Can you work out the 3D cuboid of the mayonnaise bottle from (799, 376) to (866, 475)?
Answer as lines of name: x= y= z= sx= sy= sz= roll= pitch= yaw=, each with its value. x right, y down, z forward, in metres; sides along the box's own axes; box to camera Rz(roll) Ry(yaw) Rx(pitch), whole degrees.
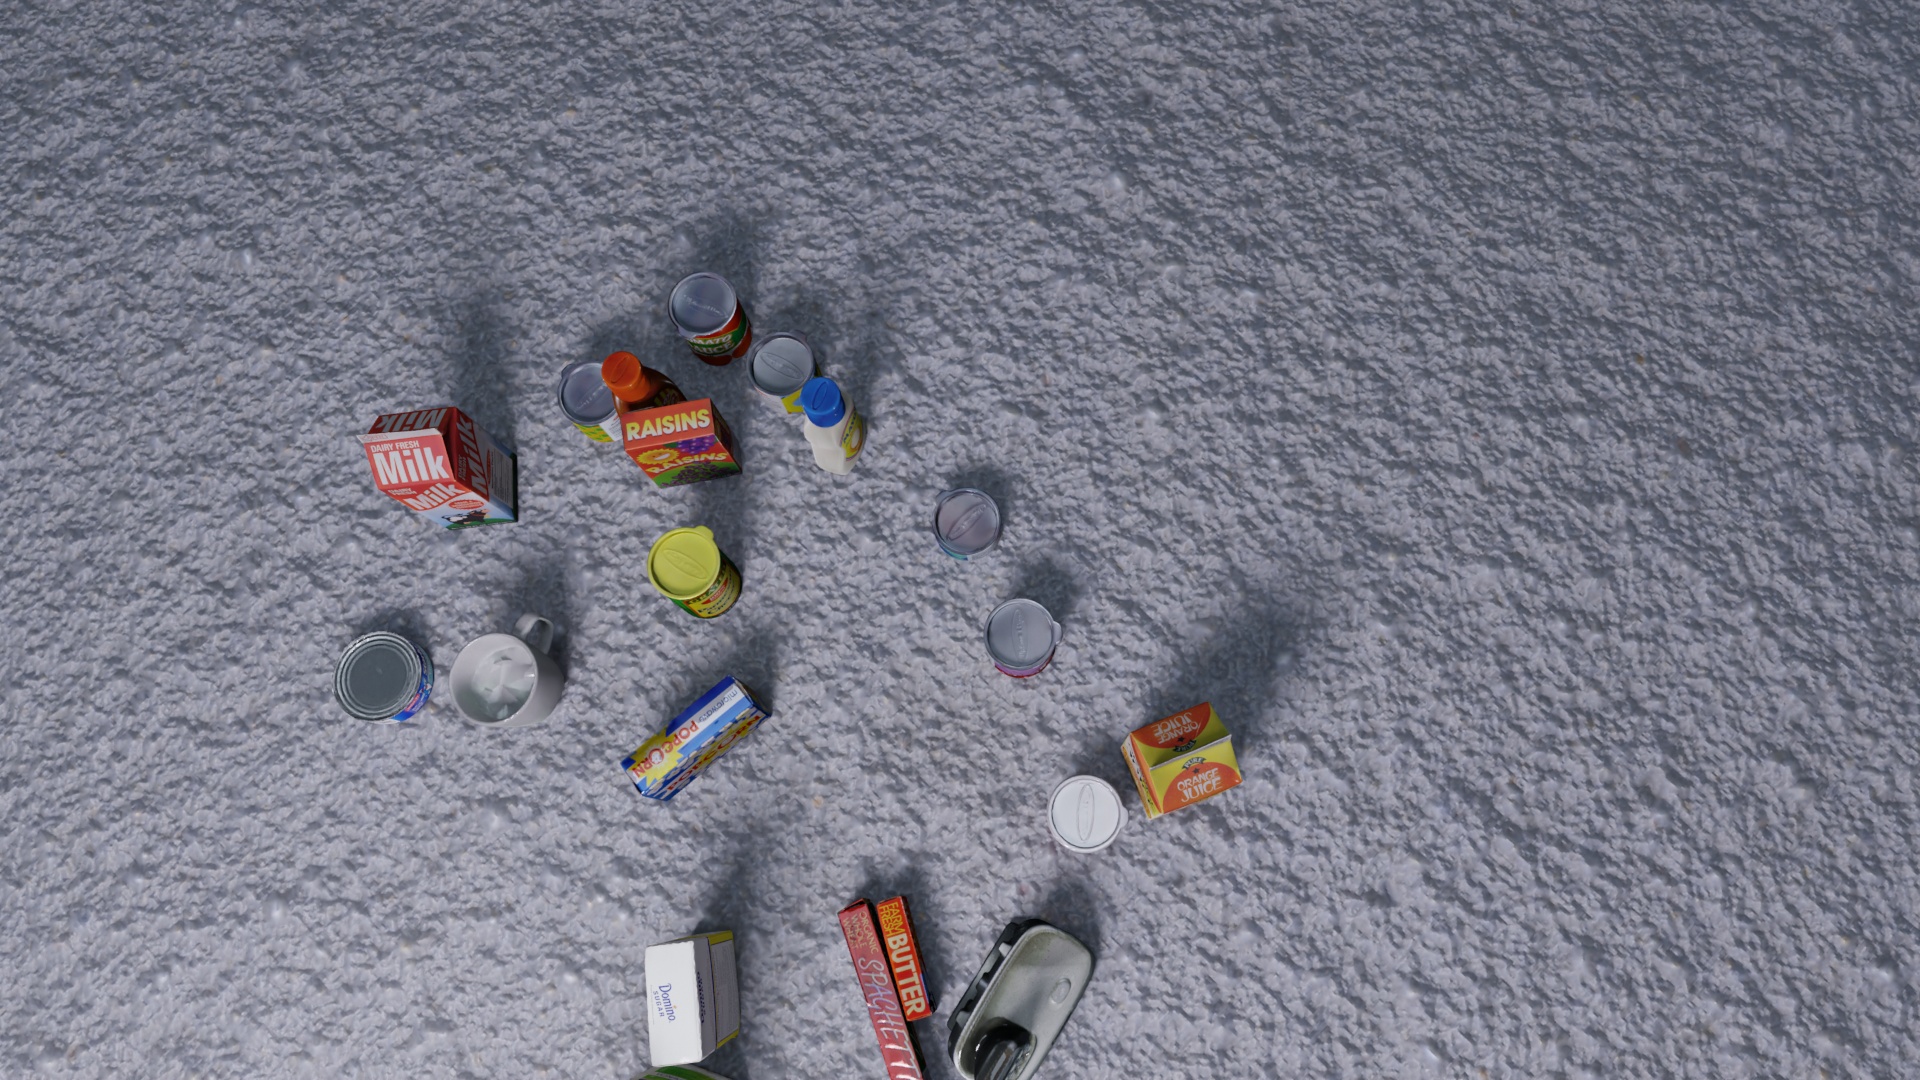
mayonnaise bottle: x=-0.119 y=-0.110 z=1.292 sx=0.041 sy=0.147 sz=0.065 roll=19 pitch=78 yaw=8

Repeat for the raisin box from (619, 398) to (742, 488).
raisin box: x=-0.260 y=-0.091 z=1.307 sx=0.086 sy=0.123 sz=0.040 roll=-10 pitch=76 yaw=1

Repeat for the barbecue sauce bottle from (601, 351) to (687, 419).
barbecue sauce bottle: x=-0.299 y=-0.135 z=1.308 sx=0.044 sy=0.148 sz=0.065 roll=26 pitch=79 yaw=9

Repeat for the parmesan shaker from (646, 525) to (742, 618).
parmesan shaker: x=-0.242 y=0.030 z=1.286 sx=0.071 sy=0.103 sz=0.071 roll=-1 pitch=76 yaw=3

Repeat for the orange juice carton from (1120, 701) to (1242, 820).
orange juice carton: x=0.185 y=0.188 z=1.176 sx=0.072 sy=0.192 sz=0.073 roll=-21 pitch=76 yaw=-2

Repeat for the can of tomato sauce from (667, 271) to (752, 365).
can of tomato sauce: x=-0.244 y=-0.214 z=1.359 sx=0.071 sy=0.083 sz=0.071 roll=-1 pitch=76 yaw=3

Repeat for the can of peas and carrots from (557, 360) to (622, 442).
can of peas and carrots: x=-0.354 y=-0.136 z=1.358 sx=0.071 sy=0.058 sz=0.071 roll=-1 pitch=76 yaw=3

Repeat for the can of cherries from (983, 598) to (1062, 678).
can of cherries: x=0.058 y=0.091 z=1.277 sx=0.071 sy=0.058 sz=0.071 roll=-1 pitch=76 yaw=3

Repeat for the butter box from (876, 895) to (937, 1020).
butter box: x=-0.047 y=0.364 z=1.215 sx=0.024 sy=0.053 sz=0.103 roll=-17 pitch=75 yaw=-1

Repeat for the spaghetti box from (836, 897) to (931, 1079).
spaghetti box: x=-0.053 y=0.434 z=1.199 sx=0.029 sy=0.050 sz=0.250 roll=-20 pitch=75 yaw=-2

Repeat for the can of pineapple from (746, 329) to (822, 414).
can of pineapple: x=-0.169 y=-0.164 z=1.355 sx=0.071 sy=0.057 sz=0.071 roll=-1 pitch=76 yaw=3

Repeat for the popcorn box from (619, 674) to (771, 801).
popcorn box: x=-0.237 y=0.180 z=1.256 sx=0.127 sy=0.085 sz=0.038 roll=-39 pitch=77 yaw=-7

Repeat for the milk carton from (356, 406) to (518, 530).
milk carton: x=-0.477 y=-0.070 z=1.279 sx=0.072 sy=0.190 sz=0.073 roll=-6 pitch=76 yaw=2

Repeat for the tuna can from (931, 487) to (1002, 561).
tuna can: x=0.005 y=-0.017 z=1.321 sx=0.071 sy=0.032 sz=0.071 roll=-1 pitch=76 yaw=3

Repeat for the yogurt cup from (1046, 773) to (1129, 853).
yogurt cup: x=0.110 y=0.244 z=1.237 sx=0.072 sy=0.054 sz=0.072 roll=-1 pitch=76 yaw=3
